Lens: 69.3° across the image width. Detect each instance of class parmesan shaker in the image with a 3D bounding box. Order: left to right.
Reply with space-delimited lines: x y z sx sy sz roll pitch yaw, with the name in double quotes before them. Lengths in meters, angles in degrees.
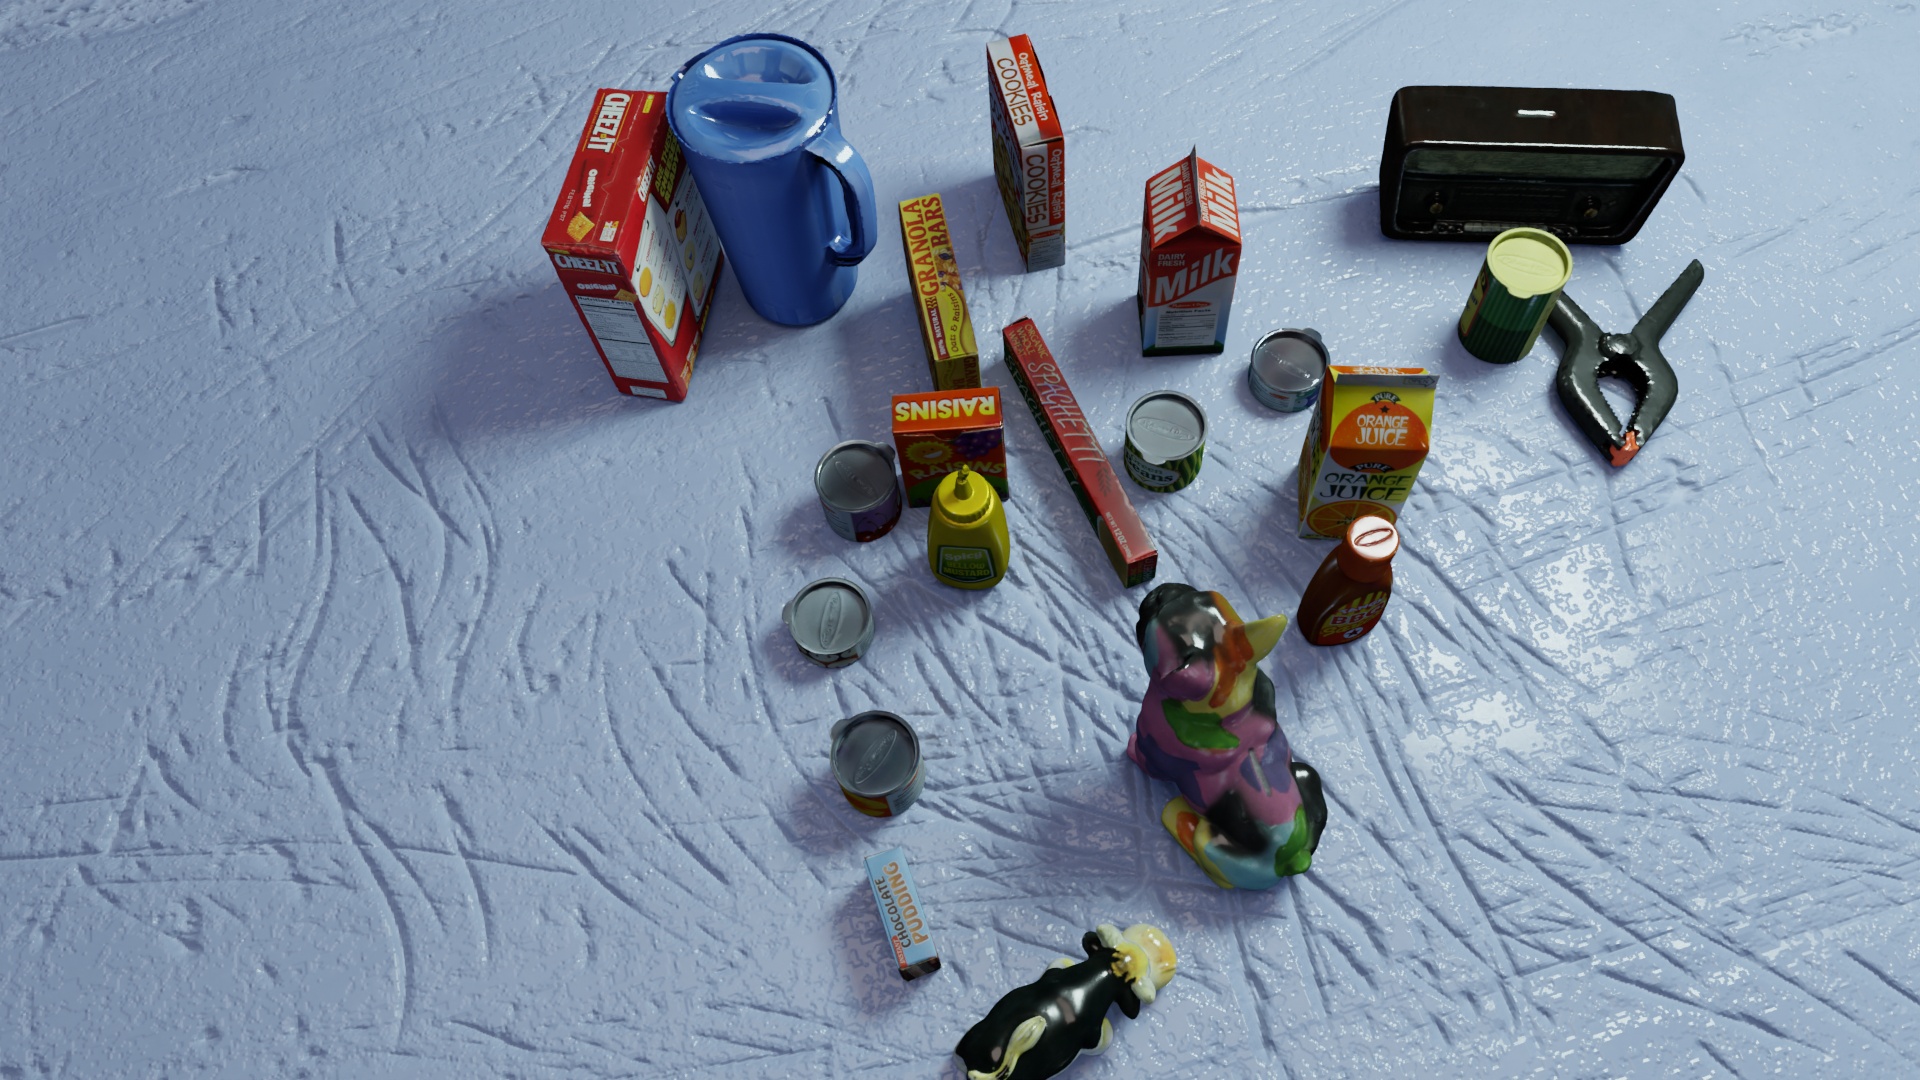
"parmesan shaker" 0.456 -0.199 1.152 0.071 0.102 0.071 -2 63 3

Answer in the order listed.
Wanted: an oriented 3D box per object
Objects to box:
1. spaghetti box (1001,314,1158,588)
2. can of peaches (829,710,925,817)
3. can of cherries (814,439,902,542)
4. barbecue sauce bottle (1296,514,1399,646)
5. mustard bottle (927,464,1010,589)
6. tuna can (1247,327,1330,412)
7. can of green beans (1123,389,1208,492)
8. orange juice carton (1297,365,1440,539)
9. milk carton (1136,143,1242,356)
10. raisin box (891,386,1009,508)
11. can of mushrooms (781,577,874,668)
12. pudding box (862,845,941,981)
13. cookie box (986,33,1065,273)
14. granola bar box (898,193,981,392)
"spaghetti box" 0.095 -0.076 1.145 0.029 0.050 0.251 -22 64 -7
"can of peaches" -0.062 0.165 1.030 0.071 0.057 0.071 -2 63 3
"can of cherries" -0.080 -0.041 1.135 0.071 0.058 0.072 -2 63 3
"barbecue sauce bottle" 0.289 0.030 1.022 0.065 0.148 0.044 -17 64 -4
"mustard bottle" 0.004 -0.013 1.058 0.065 0.159 0.049 2 64 5
"tuna can" 0.279 -0.146 1.177 0.071 0.032 0.071 -2 63 3
"can of green beans" 0.167 -0.080 1.138 0.071 0.057 0.071 -2 63 3
"orange juice carton" 0.304 -0.073 1.049 0.072 0.192 0.073 3 64 6
"milk carton" 0.187 -0.234 1.140 0.073 0.189 0.072 -2 63 3
"raisin box" -0.007 -0.072 1.110 0.086 0.123 0.040 -4 63 2
"can of mushrooms" -0.104 0.065 1.097 0.071 0.033 0.071 -2 63 3
"pudding box" -0.041 0.264 0.983 0.030 0.049 0.084 -19 63 -5
"cookie box" 0.059 -0.335 1.214 0.040 0.166 0.123 -14 63 -3
"granola bar box" -0.016 -0.186 1.168 0.039 0.123 0.166 -12 63 -2
